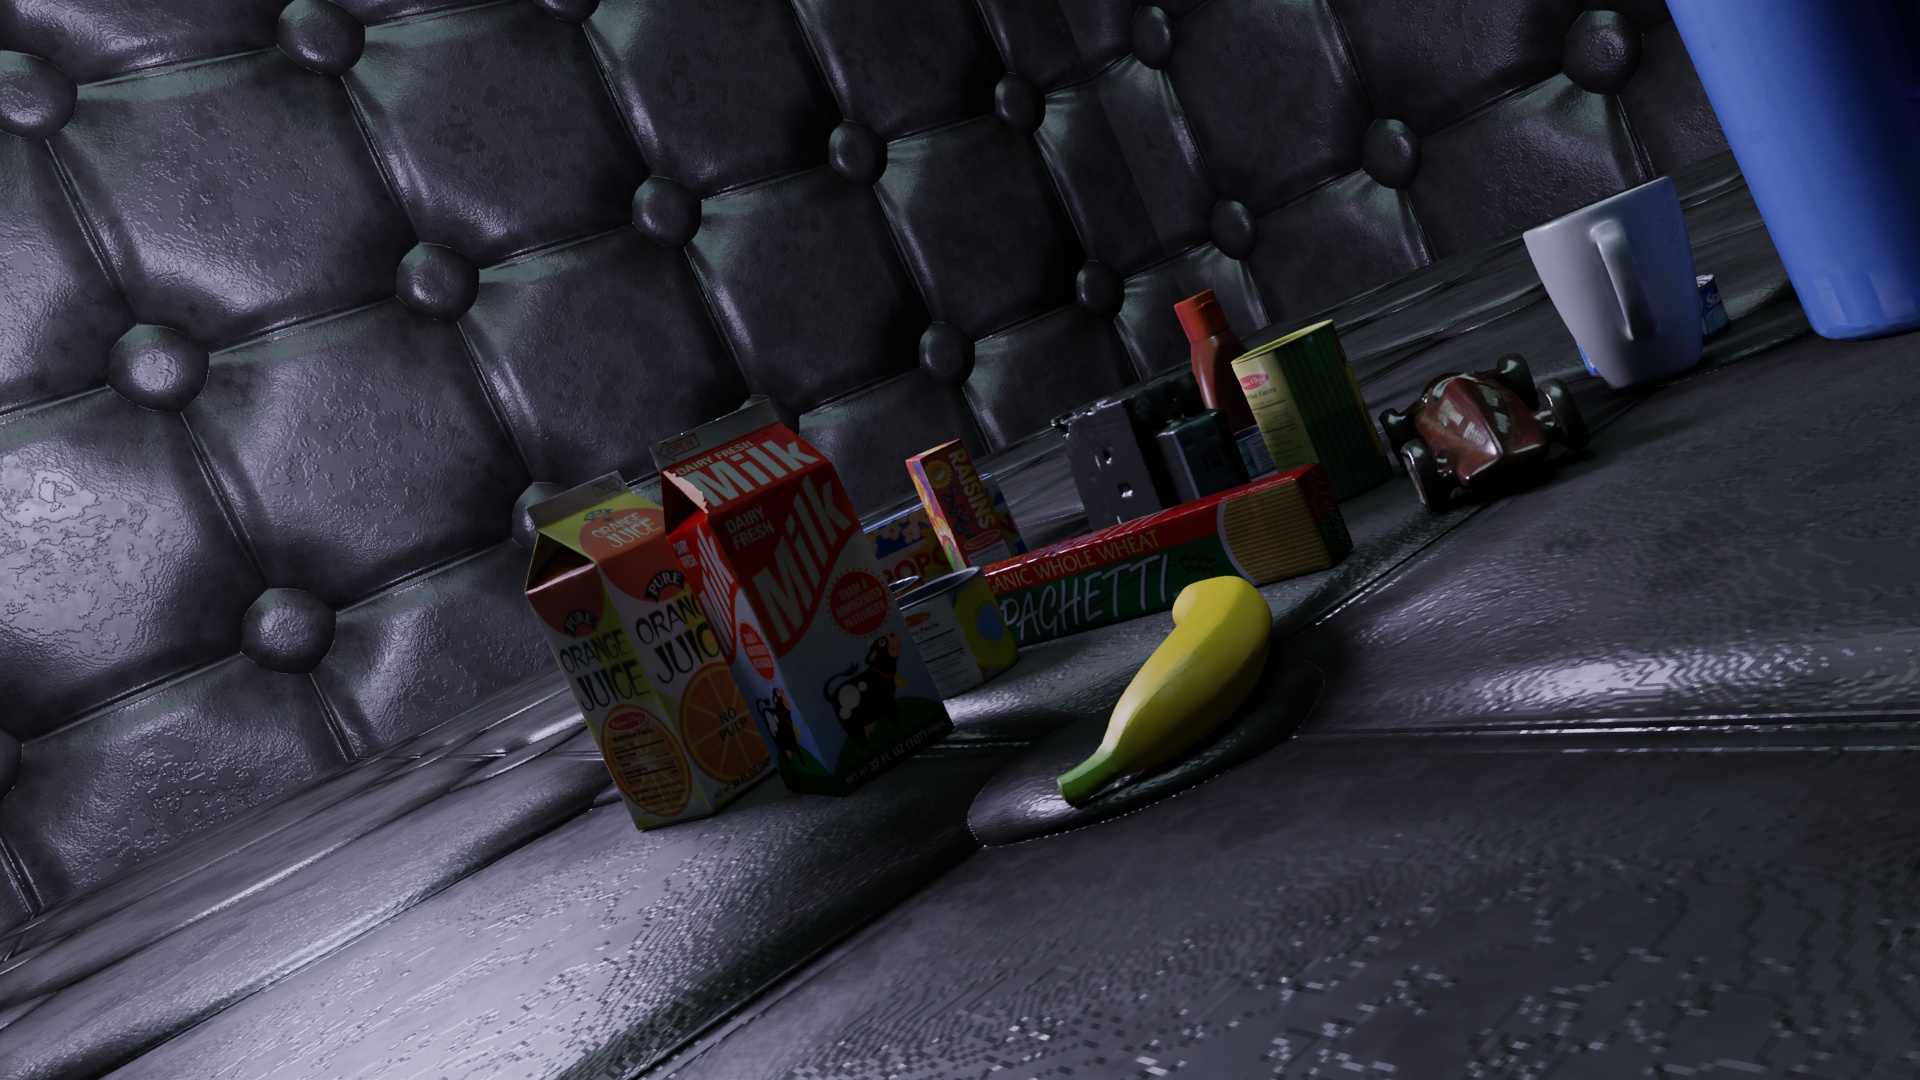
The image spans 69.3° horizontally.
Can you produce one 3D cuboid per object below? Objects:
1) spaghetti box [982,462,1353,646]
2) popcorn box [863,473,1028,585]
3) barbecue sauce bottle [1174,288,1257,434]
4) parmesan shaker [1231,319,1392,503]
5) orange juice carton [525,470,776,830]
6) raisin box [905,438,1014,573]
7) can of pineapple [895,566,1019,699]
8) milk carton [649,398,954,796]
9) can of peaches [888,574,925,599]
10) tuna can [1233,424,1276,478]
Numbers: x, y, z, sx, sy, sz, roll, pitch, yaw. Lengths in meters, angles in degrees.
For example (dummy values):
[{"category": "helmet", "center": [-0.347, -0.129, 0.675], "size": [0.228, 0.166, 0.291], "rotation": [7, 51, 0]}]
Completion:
[{"category": "spaghetti box", "center": [0.097, 0.016, 0.775], "size": [0.249, 0.050, 0.029], "rotation": [-19, 7, 43]}, {"category": "popcorn box", "center": [-0.015, 0.009, 1.126], "size": [0.127, 0.085, 0.038], "rotation": [-25, 5, -10]}, {"category": "barbecue sauce bottle", "center": [0.232, -0.144, 1.208], "size": [0.065, 0.148, 0.043], "rotation": [-26, 5, -17]}, {"category": "parmesan shaker", "center": [0.218, -0.077, 0.865], "size": [0.071, 0.103, 0.071], "rotation": [-24, 5, 2]}, {"category": "orange juice carton", "center": [-0.177, 0.058, 0.781], "size": [0.073, 0.192, 0.072], "rotation": [-20, 6, 38]}, {"category": "raisin box", "center": [0.004, -0.013, 1.058], "size": [0.040, 0.123, 0.086], "rotation": [-25, 5, -7]}, {"category": "can of pineapple", "center": [-0.006, 0.054, 0.804], "size": [0.071, 0.058, 0.071], "rotation": [-24, 5, 2]}, {"category": "milk carton", "center": [-0.085, 0.027, 0.698], "size": [0.072, 0.190, 0.073], "rotation": [-27, 6, -29]}, {"category": "can of peaches", "center": [-0.045, 0.062, 0.886], "size": [0.071, 0.058, 0.071], "rotation": [-24, 5, 2]}, {"category": "tuna can", "center": [0.228, -0.069, 1.116], "size": [0.071, 0.033, 0.071], "rotation": [-24, 5, 2]}]
